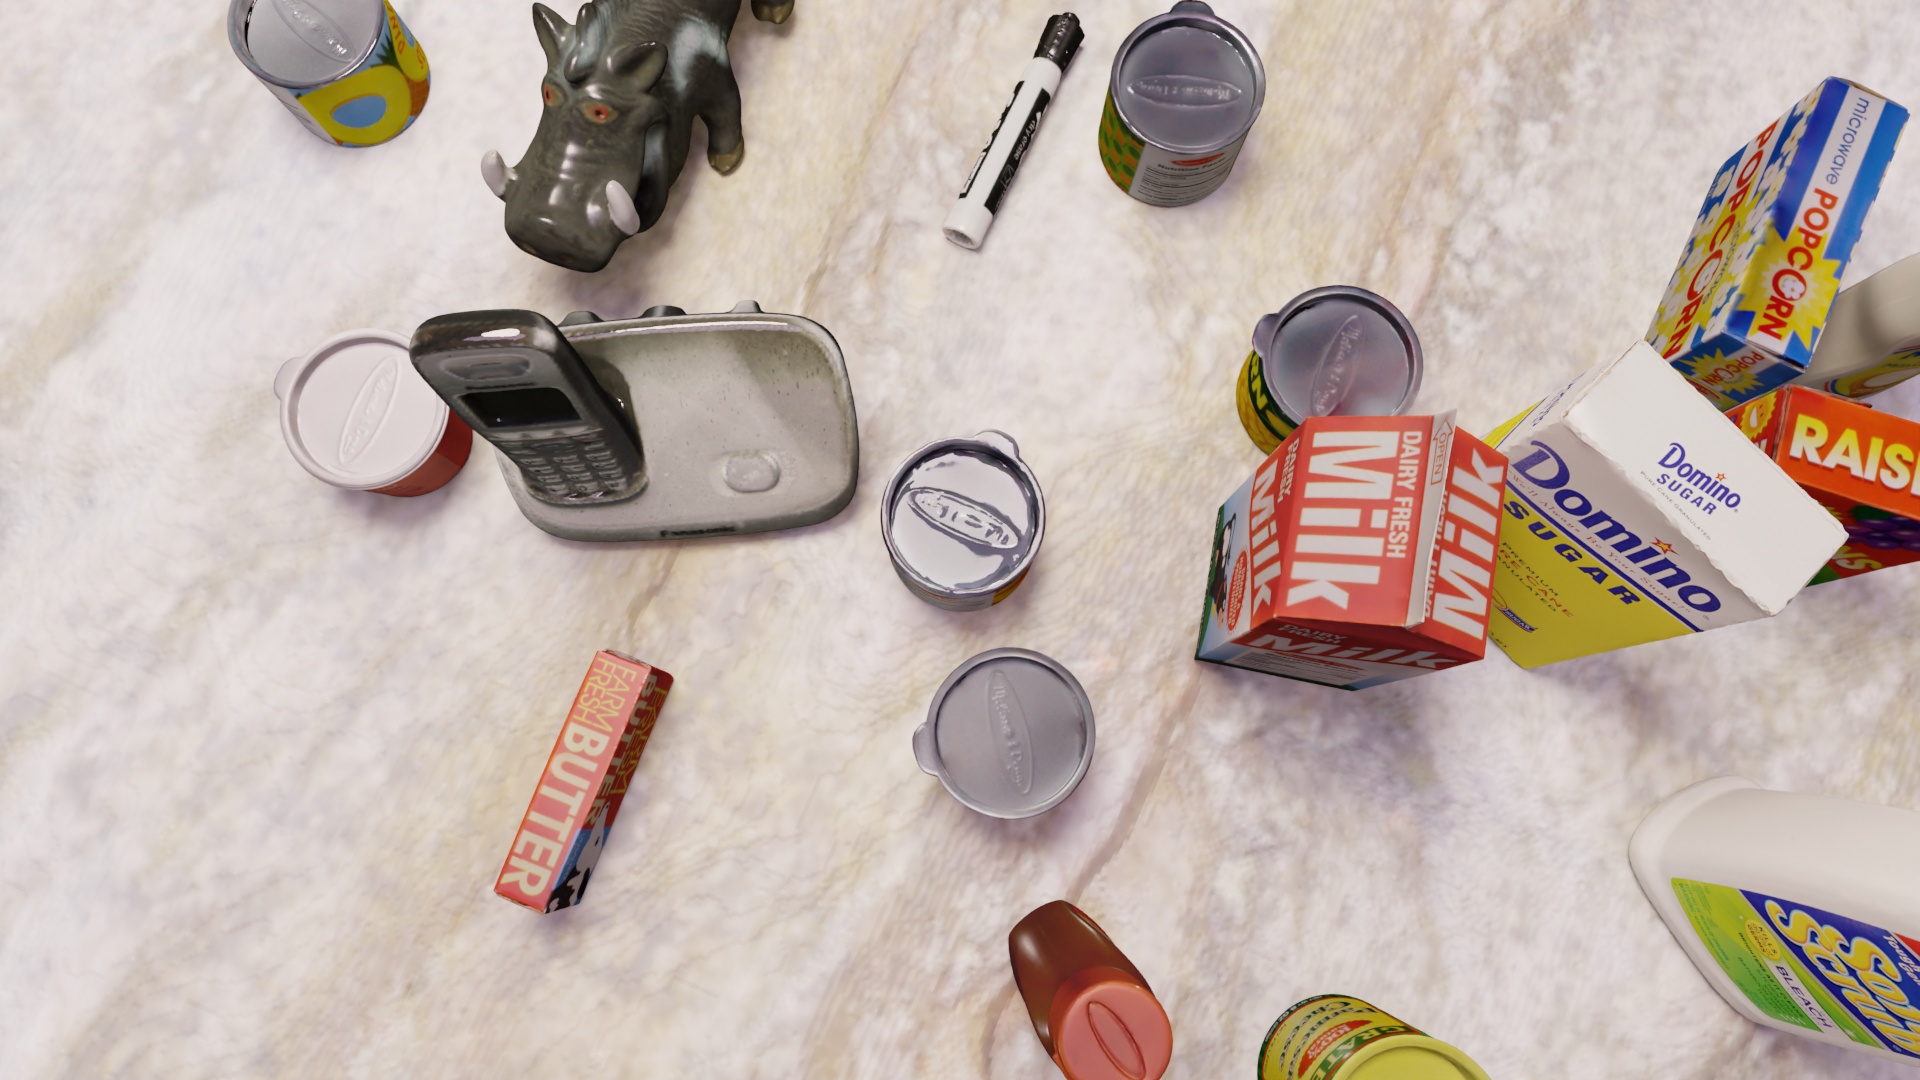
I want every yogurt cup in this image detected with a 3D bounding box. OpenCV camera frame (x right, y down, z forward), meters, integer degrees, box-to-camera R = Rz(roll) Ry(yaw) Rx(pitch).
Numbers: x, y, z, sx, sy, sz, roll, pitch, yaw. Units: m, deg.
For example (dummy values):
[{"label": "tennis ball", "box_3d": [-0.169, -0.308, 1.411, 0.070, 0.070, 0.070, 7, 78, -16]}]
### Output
[{"label": "yogurt cup", "box_3d": [-0.242, -0.050, 0.587, 0.072, 0.054, 0.072, 0, 80, -1]}]

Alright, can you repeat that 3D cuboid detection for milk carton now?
[{"label": "milk carton", "box_3d": [0.143, 0.008, 0.513, 0.073, 0.190, 0.072, 11, 80, 1]}]

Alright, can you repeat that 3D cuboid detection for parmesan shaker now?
[{"label": "parmesan shaker", "box_3d": [0.151, 0.212, 0.520, 0.071, 0.103, 0.071, 0, 80, -1]}]

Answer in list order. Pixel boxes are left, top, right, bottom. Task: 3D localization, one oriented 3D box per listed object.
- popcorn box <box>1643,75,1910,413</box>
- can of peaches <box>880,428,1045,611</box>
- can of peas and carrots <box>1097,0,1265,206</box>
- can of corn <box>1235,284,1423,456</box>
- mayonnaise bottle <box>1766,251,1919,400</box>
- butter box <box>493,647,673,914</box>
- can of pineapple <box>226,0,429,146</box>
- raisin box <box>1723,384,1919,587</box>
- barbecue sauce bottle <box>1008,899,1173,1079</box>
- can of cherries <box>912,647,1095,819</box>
[{"label": "popcorn box", "box_3d": [0.341, -0.121, 0.593, 0.038, 0.085, 0.127, 27, 81, 4]}, {"label": "can of peaches", "box_3d": [0.002, -0.007, 0.581, 0.071, 0.058, 0.071, 0, 80, -1]}, {"label": "can of peas and carrots", "box_3d": [0.096, -0.192, 0.616, 0.071, 0.058, 0.071, 0, 80, -1]}, {"label": "can of corn", "box_3d": [0.153, -0.069, 0.594, 0.071, 0.058, 0.071, 0, 80, -1]}, {"label": "mayonnaise bottle", "box_3d": [0.389, -0.092, 0.556, 0.065, 0.148, 0.041, -6, 80, -2]}, {"label": "butter box", "box_3d": [-0.150, 0.096, 0.562, 0.024, 0.053, 0.103, 21, 80, 3]}, {"label": "can of pineapple", "box_3d": [-0.276, -0.218, 0.615, 0.071, 0.057, 0.071, 0, 80, -1]}, {"label": "raisin box", "box_3d": [0.332, -0.018, 0.554, 0.086, 0.123, 0.040, 18, 80, 2]}, {"label": "barbecue sauce bottle", "box_3d": [0.047, 0.168, 0.503, 0.044, 0.148, 0.065, -33, 82, -6]}, {"label": "can of cherries", "box_3d": [0.016, 0.079, 0.565, 0.071, 0.058, 0.071, 0, 80, -1]}]
